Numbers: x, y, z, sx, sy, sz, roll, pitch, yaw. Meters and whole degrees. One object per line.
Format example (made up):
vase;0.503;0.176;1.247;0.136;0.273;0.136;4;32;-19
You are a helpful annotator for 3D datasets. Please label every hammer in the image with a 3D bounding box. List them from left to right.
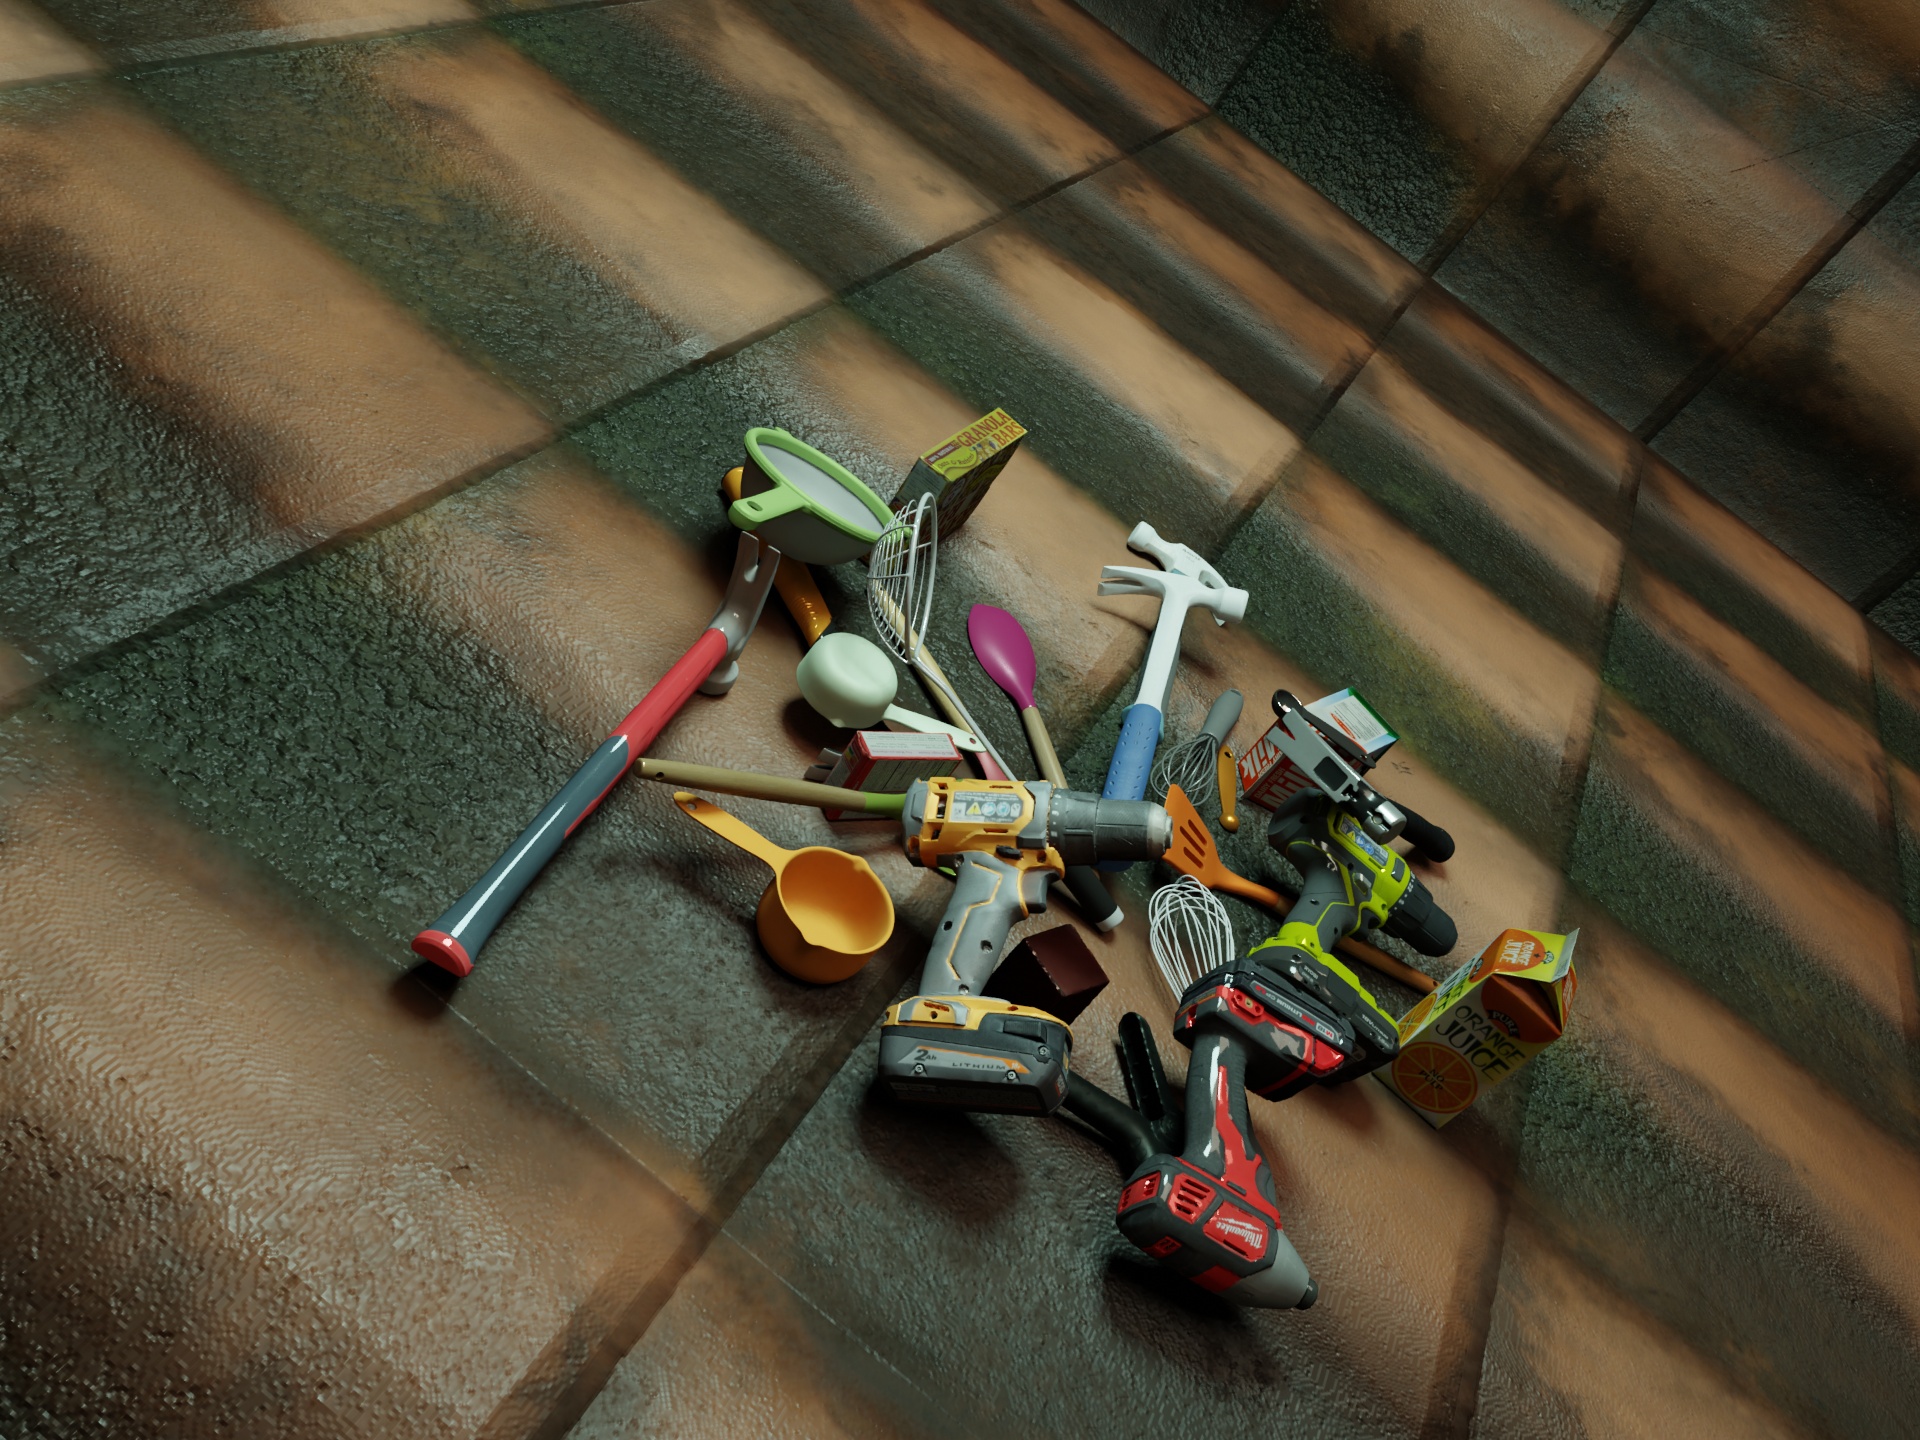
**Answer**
hammer;-0.228;0.019;1.045;0.038;0.143;0.386;30;41;2
hammer;-0.130;-0.087;1.310;0.127;0.034;0.337;-1;51;-41
hammer;0.162;-0.015;1.418;0.144;0.035;0.406;15;40;7
hammer;0.203;-0.082;1.576;0.128;0.033;0.331;31;37;-6
hammer;0.384;0.079;1.444;0.146;0.035;0.334;48;13;32

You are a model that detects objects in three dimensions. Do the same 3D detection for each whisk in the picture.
whisk;0.227;0.020;1.478;0.055;0.055;0.239;39;32;3
whisk;0.194;0.242;1.200;0.070;0.070;0.285;14;47;-28

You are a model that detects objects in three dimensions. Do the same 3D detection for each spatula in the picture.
spatula;0.298;0.164;1.380;0.322;0.041;0.081;29;48;-13

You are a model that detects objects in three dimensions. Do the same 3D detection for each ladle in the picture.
ladle;-0.086;0.061;1.123;0.320;0.078;0.062;12;21;-42
ladle;-0.002;-0.004;1.333;0.069;0.031;0.316;-4;51;-43

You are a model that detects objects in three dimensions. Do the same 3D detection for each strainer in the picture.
strainer;-0.140;-0.158;1.259;0.151;0.069;0.256;38;20;3

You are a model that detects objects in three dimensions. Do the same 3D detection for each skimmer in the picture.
skimmer;0.041;-0.001;1.219;0.363;0.090;0.127;55;15;-9

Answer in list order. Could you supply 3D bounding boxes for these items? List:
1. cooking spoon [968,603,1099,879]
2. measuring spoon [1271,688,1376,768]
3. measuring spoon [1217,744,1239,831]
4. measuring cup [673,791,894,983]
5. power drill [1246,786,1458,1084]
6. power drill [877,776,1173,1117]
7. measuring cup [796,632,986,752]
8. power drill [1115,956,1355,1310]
cooking spoon;0.067;0.012;1.376;0.068;0.017;0.319;10;44;-31
measuring spoon;0.335;0.013;1.477;0.124;0.018;0.034;34;36;-13
measuring spoon;0.250;0.060;1.477;0.021;0.011;0.117;27;38;-14
measuring cup;-0.130;0.112;1.082;0.173;0.052;0.095;34;37;-1
power drill;0.324;0.185;1.320;0.190;0.080;0.229;40;44;-7
power drill;0.043;0.142;1.058;0.185;0.084;0.226;1;60;12
measuring cup;-0.045;-0.017;1.241;0.167;0.038;0.083;23;38;-18
power drill;0.195;0.285;1.081;0.143;0.078;0.220;33;47;-9
